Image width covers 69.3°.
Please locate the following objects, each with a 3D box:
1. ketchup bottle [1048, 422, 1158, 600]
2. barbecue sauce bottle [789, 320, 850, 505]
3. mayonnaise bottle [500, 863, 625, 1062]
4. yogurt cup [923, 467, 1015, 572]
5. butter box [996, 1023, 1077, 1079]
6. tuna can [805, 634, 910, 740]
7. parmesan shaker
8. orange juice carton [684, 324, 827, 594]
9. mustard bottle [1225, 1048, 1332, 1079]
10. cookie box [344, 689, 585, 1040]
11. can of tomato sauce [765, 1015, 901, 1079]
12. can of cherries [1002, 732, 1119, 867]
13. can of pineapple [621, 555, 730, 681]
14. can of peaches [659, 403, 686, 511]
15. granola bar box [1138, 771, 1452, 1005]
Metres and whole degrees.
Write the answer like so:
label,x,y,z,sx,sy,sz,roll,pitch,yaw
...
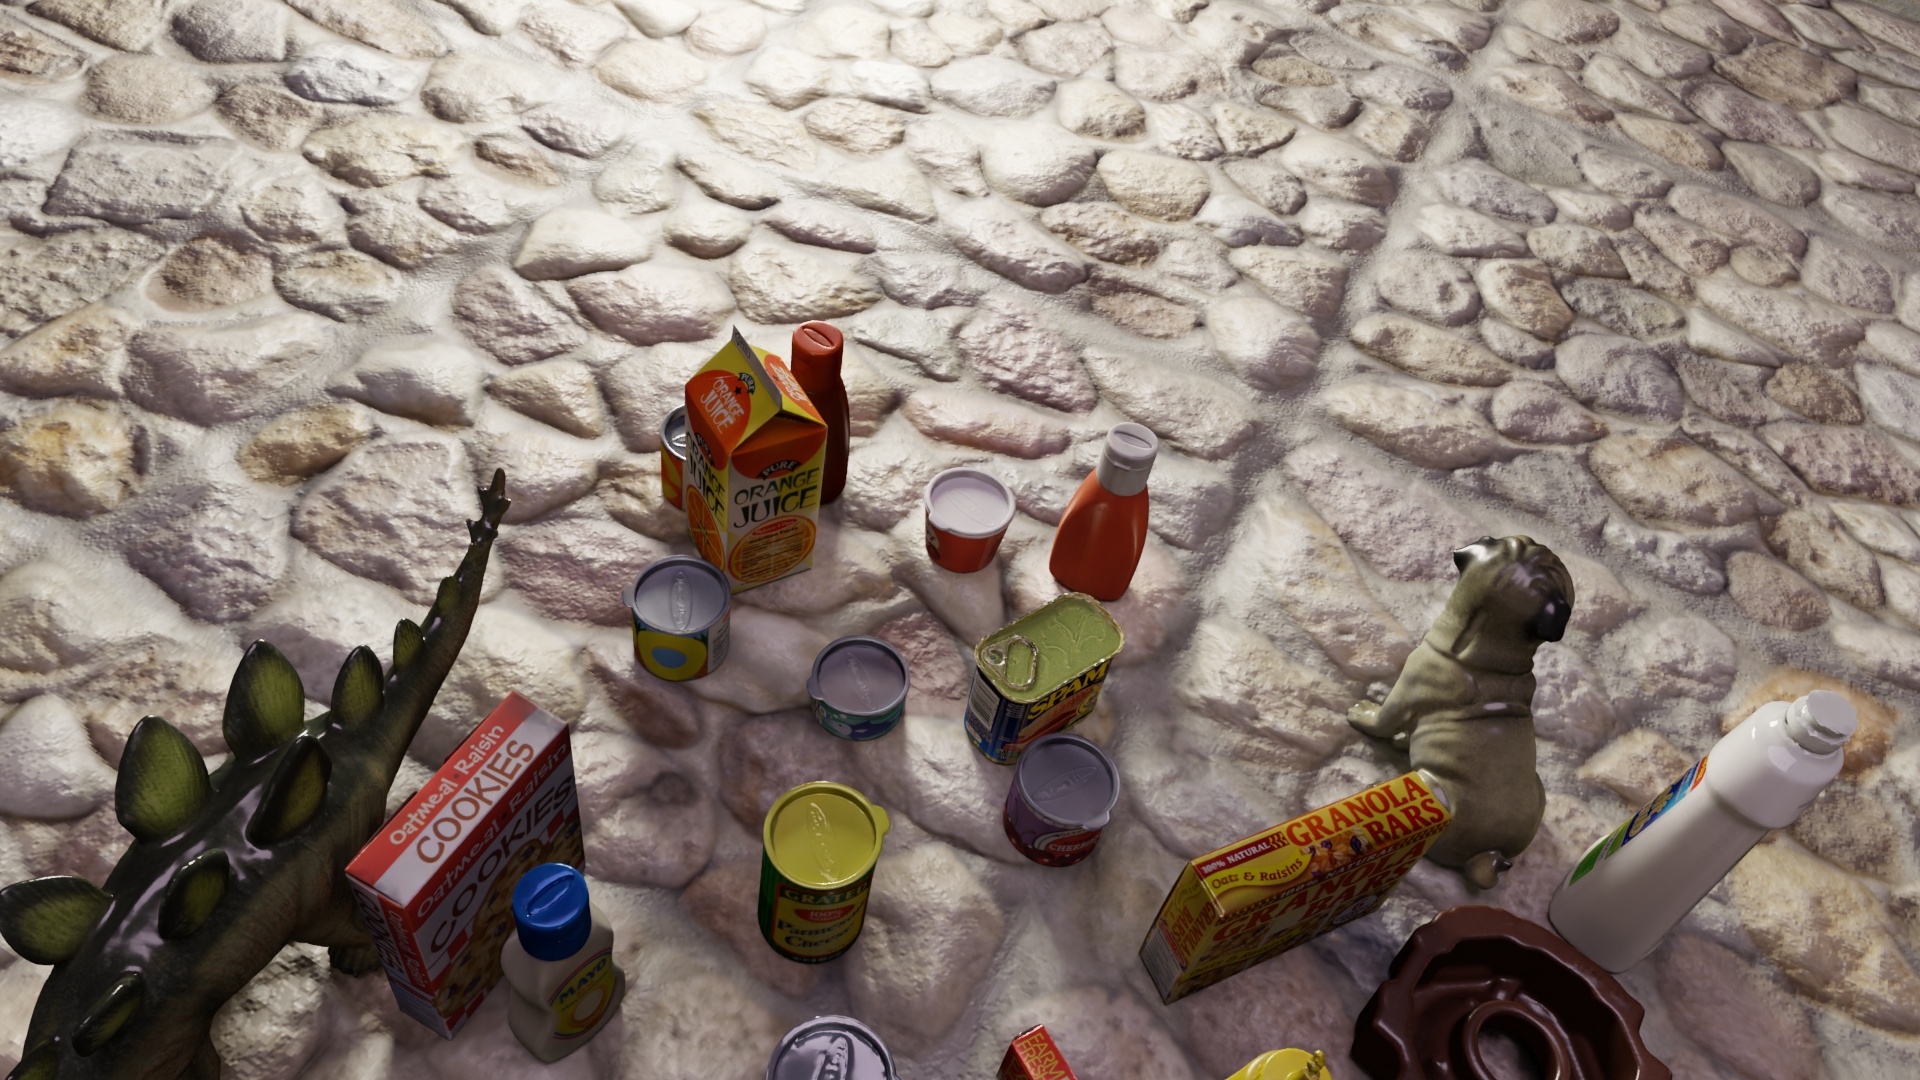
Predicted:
label,x,y,z,sx,sy,sz,roll,pitch,yaw
ketchup bottle,0.107,-0.020,0.997,0.065,0.148,0.044,22,49,9
barbecue sauce bottle,-0.109,-0.095,1.020,0.065,0.147,0.044,37,53,20
mayonnaise bottle,-0.210,0.220,0.730,0.041,0.147,0.065,37,53,20
yogurt cup,0.004,-0.013,1.034,0.072,0.053,0.073,5,49,-6
butter box,0.058,0.322,0.757,0.024,0.052,0.104,-20,56,-25
tuna can,-0.070,0.100,0.937,0.071,0.032,0.071,5,49,-6
parmesan shaker,-0.080,0.194,0.807,0.071,0.102,0.072,5,49,-6
orange juice carton,-0.142,-0.054,0.950,0.073,0.191,0.072,-19,56,-25
mustard bottle,0.159,0.302,0.722,0.065,0.159,0.049,-6,51,-16
cookie box,-0.259,0.176,0.746,0.040,0.166,0.123,26,50,11
can of tomato sauce,-0.069,0.299,0.732,0.071,0.082,0.071,5,49,-6
can of cherries,0.064,0.168,0.886,0.071,0.058,0.072,5,49,-6
can of pineapple,-0.190,0.052,0.938,0.071,0.057,0.071,5,49,-6
can of peaches,-0.191,-0.063,1.038,0.071,0.057,0.071,5,49,-6
granola bar box,0.198,0.208,0.834,0.166,0.123,0.039,-15,54,-22
